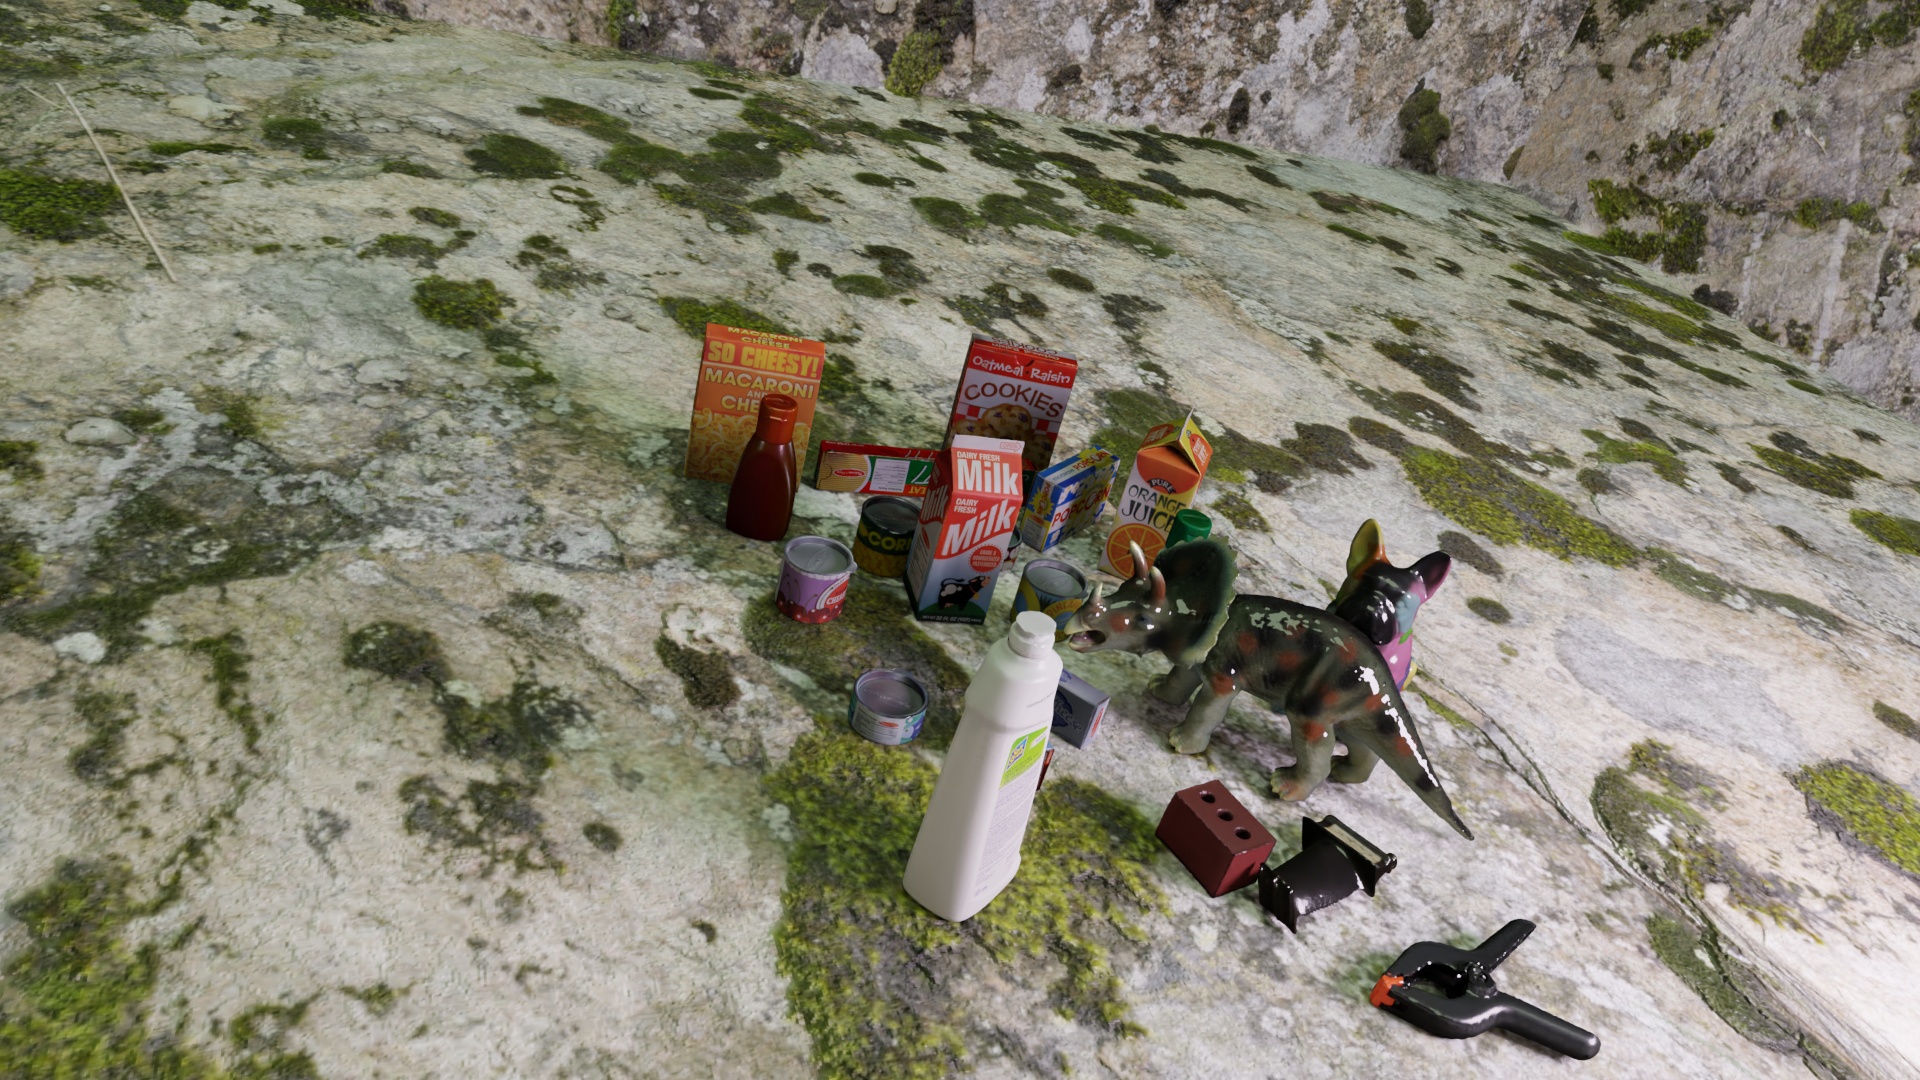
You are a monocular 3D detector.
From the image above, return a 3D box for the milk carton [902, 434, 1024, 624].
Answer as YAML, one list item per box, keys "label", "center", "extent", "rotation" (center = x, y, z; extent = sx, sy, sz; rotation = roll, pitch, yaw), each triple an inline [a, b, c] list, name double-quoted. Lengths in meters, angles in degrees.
- label: "milk carton"
  center: [0.005, -0.017, 1.334]
  extent: [0.072, 0.189, 0.074]
  rotation: [4, 32, -19]

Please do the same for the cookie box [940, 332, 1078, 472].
- label: "cookie box"
  center: [0.053, -0.144, 1.586]
  extent: [0.123, 0.166, 0.040]
  rotation: [11, 31, -9]

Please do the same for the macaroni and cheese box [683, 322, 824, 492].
- label: "macaroni and cheese box"
  center: [-0.217, -0.138, 1.454]
  extent: [0.124, 0.165, 0.040]
  rotation: [8, 31, -13]

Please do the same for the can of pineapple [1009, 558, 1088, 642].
- label: "can of pineapple"
  center: [0.088, 0.061, 1.376]
  extent: [0.071, 0.057, 0.071]
  rotation: [12, 31, -7]

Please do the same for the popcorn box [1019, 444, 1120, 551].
- label: "popcorn box"
  center: [0.120, -0.048, 1.540]
  extent: [0.038, 0.084, 0.127]
  rotation: [31, 34, 24]

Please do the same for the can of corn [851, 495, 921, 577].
- label: "can of corn"
  center: [-0.073, -0.003, 1.405]
  extent: [0.071, 0.058, 0.071]
  rotation: [12, 31, -7]

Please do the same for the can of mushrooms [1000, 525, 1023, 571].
- label: "can of mushrooms"
  center: [0.032, 0.001, 1.470]
  extent: [0.071, 0.033, 0.071]
  rotation: [12, 31, -7]

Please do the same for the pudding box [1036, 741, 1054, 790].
- label: "pudding box"
  center: [0.041, 0.170, 1.184]
  extent: [0.030, 0.049, 0.084]
  rotation: [-7, 37, -33]

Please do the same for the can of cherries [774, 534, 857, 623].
- label: "can of cherries"
  center: [-0.137, 0.038, 1.310]
  extent: [0.071, 0.058, 0.072]
  rotation: [12, 31, -7]

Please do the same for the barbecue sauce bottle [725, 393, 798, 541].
- label: "barbecue sauce bottle"
  center: [-0.191, -0.072, 1.377]
  extent: [0.065, 0.147, 0.044]
  rotation: [14, 30, -3]

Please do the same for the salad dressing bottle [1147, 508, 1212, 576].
- label: "salad dressing bottle"
  center: [0.209, 0.039, 1.378]
  extent: [0.064, 0.146, 0.044]
  rotation: [9, 31, -12]

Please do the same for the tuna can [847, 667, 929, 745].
- label: "tuna can"
  center: [-0.062, 0.142, 1.199]
  extent: [0.071, 0.032, 0.071]
  rotation: [12, 31, -7]

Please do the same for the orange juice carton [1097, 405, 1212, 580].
- label: "orange juice carton"
  center: [0.213, -0.049, 1.479]
  extent: [0.073, 0.191, 0.072]
  rotation: [22, 31, 10]

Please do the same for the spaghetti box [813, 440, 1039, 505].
- label: "spaghetti box"
  center: [-0.037, -0.074, 1.545]
  extent: [0.250, 0.050, 0.029]
  rotation: [4, 32, -19]

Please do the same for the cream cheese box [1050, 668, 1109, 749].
- label: "cream cheese box"
  center: [0.080, 0.138, 1.250]
  extent: [0.104, 0.053, 0.024]
  rotation: [31, 34, 24]
